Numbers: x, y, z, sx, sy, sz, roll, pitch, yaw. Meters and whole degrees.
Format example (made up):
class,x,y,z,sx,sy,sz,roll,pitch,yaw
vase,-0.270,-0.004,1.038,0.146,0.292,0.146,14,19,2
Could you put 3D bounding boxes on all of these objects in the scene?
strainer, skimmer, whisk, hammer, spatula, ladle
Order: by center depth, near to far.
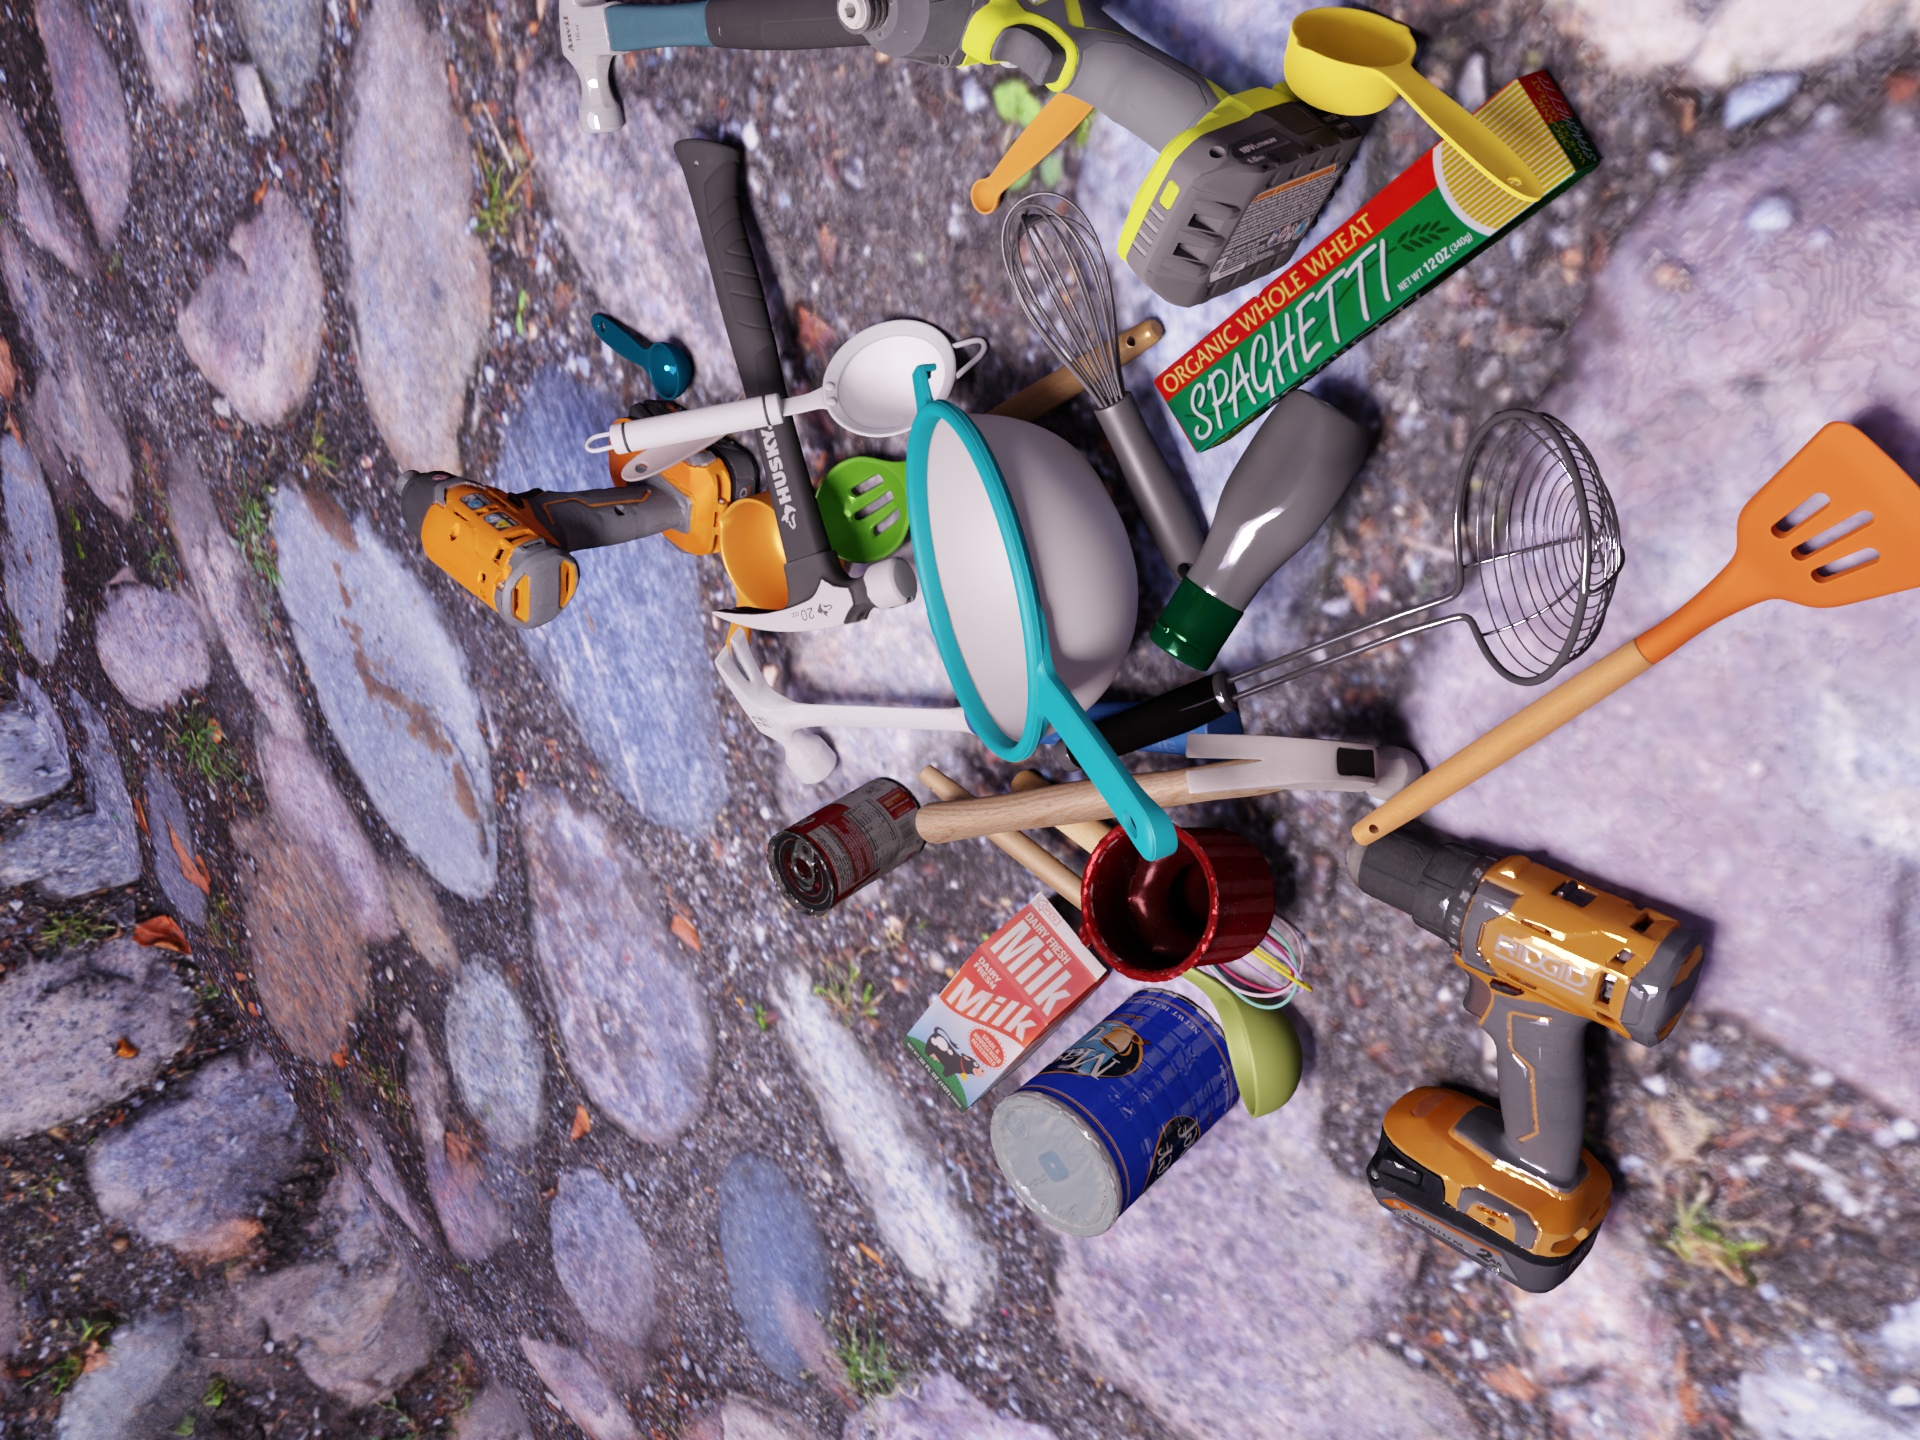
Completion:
class,x,y,z,sx,sy,sz,roll,pitch,yaw
spatula,0.300,-0.017,0.749,0.081,0.041,0.322,50,131,4
skimmer,0.168,-0.039,0.819,0.363,0.090,0.127,-24,67,41
whisk,0.087,-0.175,0.872,0.055,0.055,0.238,-6,121,47
strainer,0.067,-0.050,0.875,0.341,0.095,0.210,-121,21,-46
hammer,0.092,0.044,0.935,0.331,0.130,0.031,-12,75,46
hammer,-0.141,-0.431,0.985,0.331,0.033,0.128,18,125,38
strainer,-0.108,-0.195,0.990,0.050,0.258,0.087,73,-172,-63
whisk,0.124,0.103,1.016,0.245,0.047,0.051,36,122,32
ladle,0.088,0.135,1.033,0.320,0.062,0.078,37,162,18
hammer,-0.134,-0.220,1.049,0.146,0.035,0.335,-14,92,31
hammer,-0.002,-0.003,1.057,0.406,0.035,0.143,2,140,41

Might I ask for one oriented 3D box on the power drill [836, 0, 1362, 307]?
class,x,y,z,sx,sy,sz,roll,pitch,yaw
power drill,0.061,-0.299,0.752,0.223,0.171,0.080,43,136,15

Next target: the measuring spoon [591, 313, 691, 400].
class,x,y,z,sx,sy,sz,roll,pitch,yaw
measuring spoon,-0.236,-0.278,1.185,0.129,0.021,0.042,38,135,37

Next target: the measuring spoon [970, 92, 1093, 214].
class,x,y,z,sx,sy,sz,roll,pitch,yaw
measuring spoon,0.044,-0.320,0.879,0.117,0.011,0.021,-34,86,46

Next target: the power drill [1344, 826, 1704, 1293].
class,x,y,z,sx,sy,sz,roll,pitch,yaw
power drill,0.283,0.173,0.866,0.185,0.084,0.226,25,124,37

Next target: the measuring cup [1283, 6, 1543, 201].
class,x,y,z,sx,sy,sz,roll,pitch,yaw
measuring cup,0.197,-0.262,0.695,0.157,0.062,0.029,58,155,31

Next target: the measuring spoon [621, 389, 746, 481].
class,x,y,z,sx,sy,sz,roll,pitch,yaw
measuring spoon,-0.177,-0.194,1.100,0.034,0.124,0.018,58,169,18

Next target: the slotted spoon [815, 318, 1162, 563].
class,x,y,z,sx,sy,sz,roll,pitch,yaw
slotted spoon,0.010,-0.173,0.984,0.314,0.031,0.070,-23,95,47

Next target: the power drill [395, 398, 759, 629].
class,x,y,z,sx,sy,sz,roll,pitch,yaw
power drill,-0.275,-0.156,1.127,0.164,0.226,0.084,35,133,27

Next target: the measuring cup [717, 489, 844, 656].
class,x,y,z,sx,sy,sz,roll,pitch,yaw
measuring cup,-0.135,-0.095,1.157,0.095,0.052,0.173,44,138,18
